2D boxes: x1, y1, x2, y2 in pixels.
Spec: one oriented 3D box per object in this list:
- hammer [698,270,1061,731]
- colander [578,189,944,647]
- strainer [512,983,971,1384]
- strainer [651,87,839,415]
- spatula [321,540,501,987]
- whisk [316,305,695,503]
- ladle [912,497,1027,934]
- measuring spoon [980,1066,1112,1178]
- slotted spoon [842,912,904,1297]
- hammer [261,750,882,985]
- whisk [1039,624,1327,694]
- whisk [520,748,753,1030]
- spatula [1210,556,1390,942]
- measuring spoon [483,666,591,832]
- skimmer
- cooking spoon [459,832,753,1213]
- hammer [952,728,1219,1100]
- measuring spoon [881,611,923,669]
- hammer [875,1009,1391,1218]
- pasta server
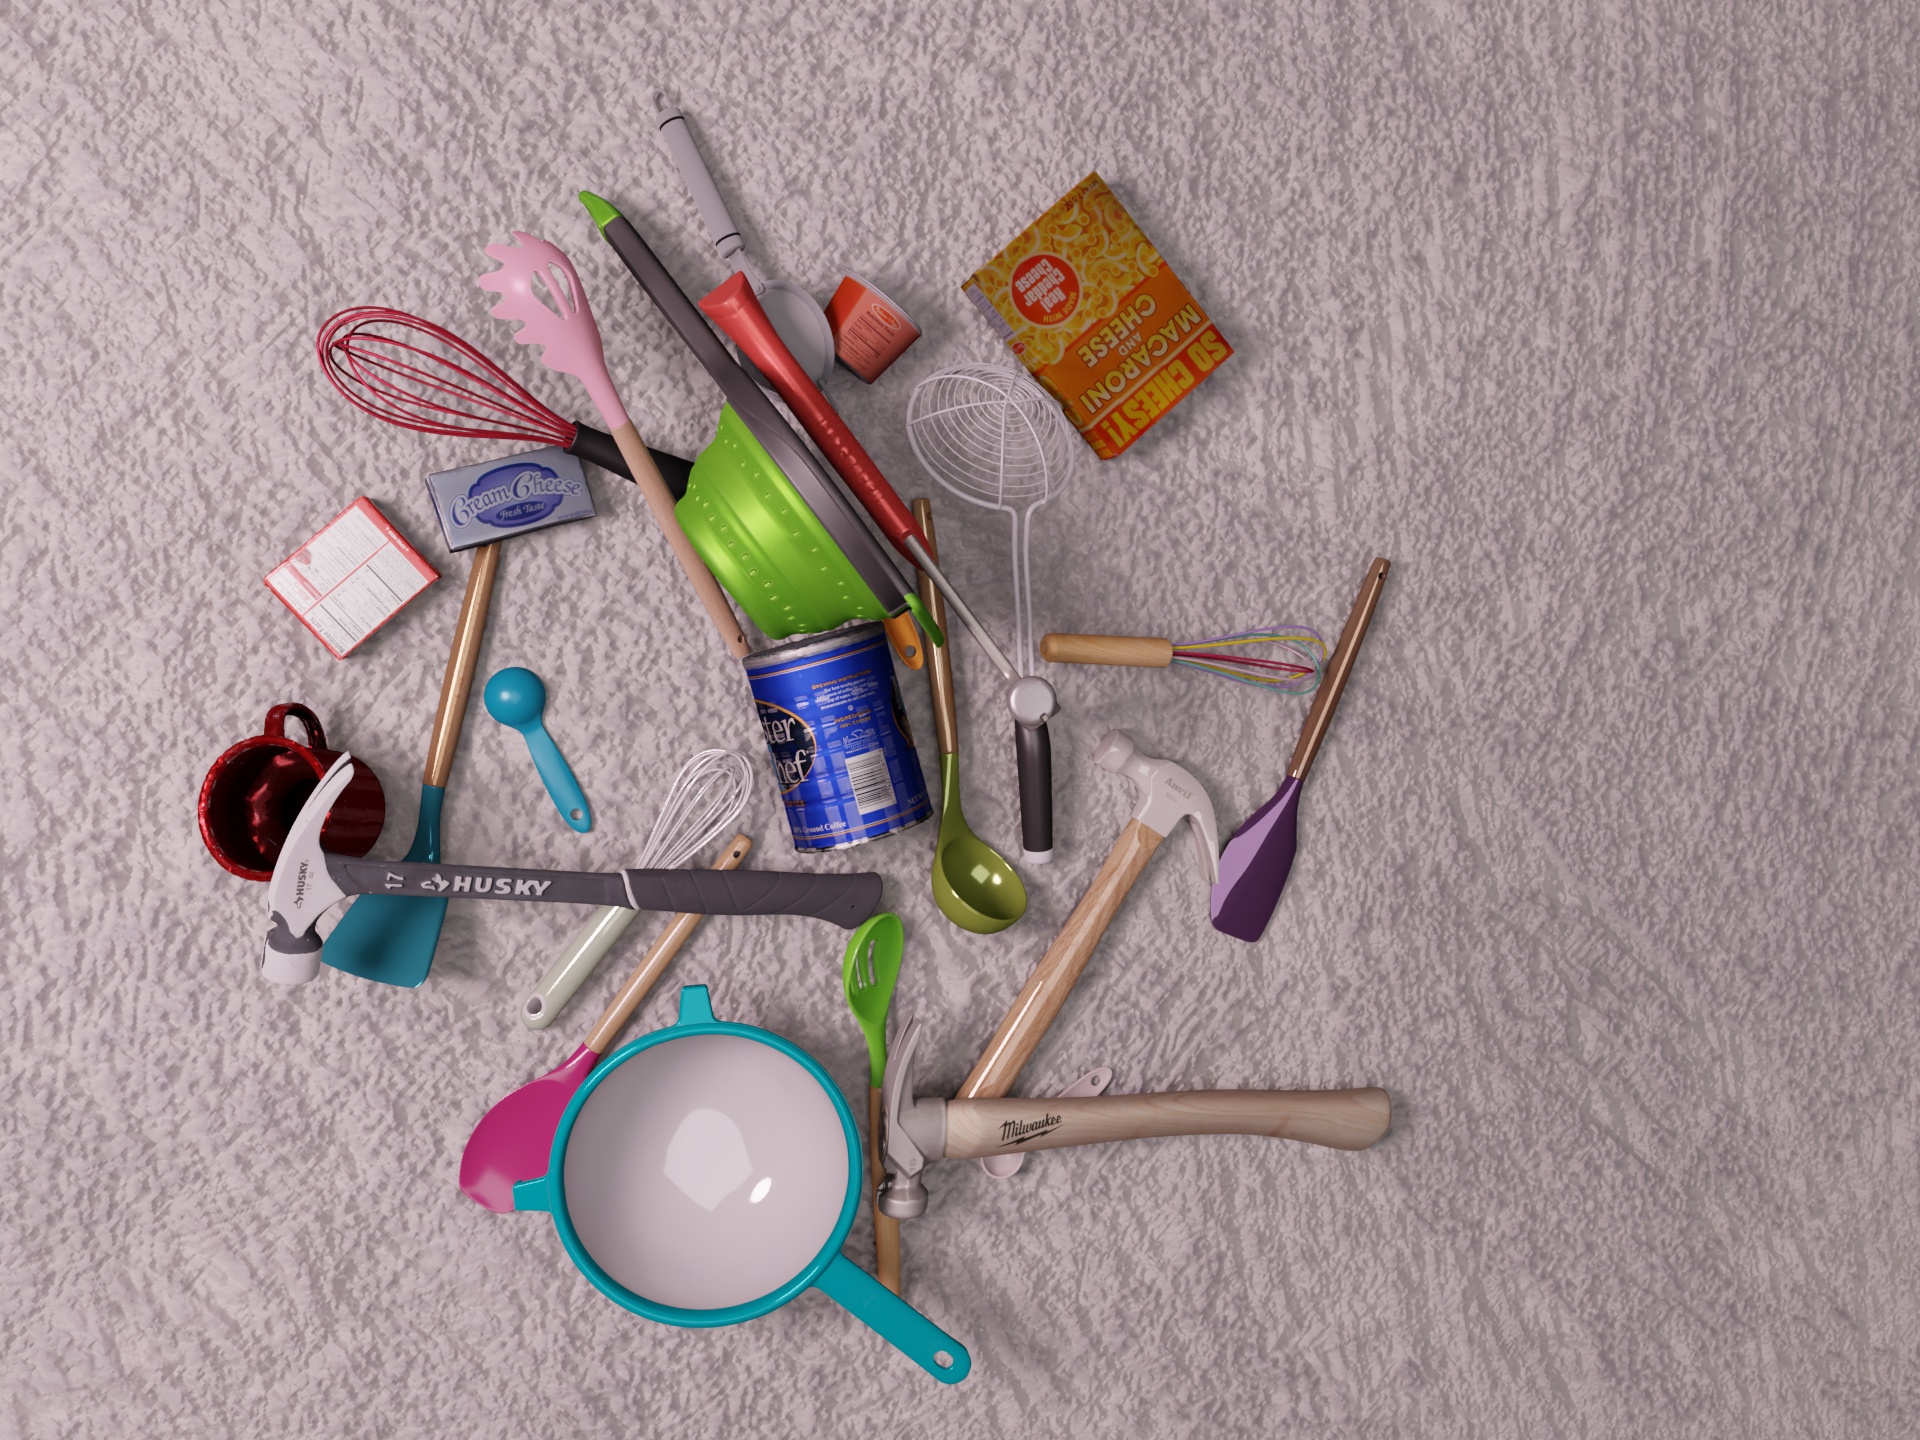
[{"bbox_3d":[-0.051,-0.143,1.060,0.036,0.149,0.359,-37,91,2],"label":"hammer"},{"bbox_3d":[-0.165,-0.183,1.046,0.094,0.204,0.397,-37,77,0],"label":"colander"},{"bbox_3d":[-0.129,0.346,1.126,0.340,0.095,0.211,41,87,-9],"label":"strainer"},{"bbox_3d":[-0.157,-0.320,1.099,0.050,0.087,0.258,-24,88,-51],"label":"strainer"},{"bbox_3d":[-0.358,0.019,1.085,0.082,0.044,0.317,12,89,15],"label":"spatula"},{"bbox_3d":[-0.277,-0.195,1.054,0.295,0.073,0.073,19,90,-32],"label":"whisk"},{"bbox_3d":[-0.002,-0.004,1.156,0.078,0.062,0.320,-8,92,-52],"label":"ladle"},{"bbox_3d":[0.065,0.303,1.213,0.124,0.018,0.034,-35,103,-15],"label":"measuring spoon"},{"bbox_3d":[-0.059,0.293,1.172,0.031,0.070,0.313,3,100,32],"label":"slotted spoon"},{"bbox_3d":[-0.240,0.107,1.065,0.408,0.036,0.149,6,110,-29],"label":"hammer"},{"bbox_3d":[0.168,-0.045,1.174,0.245,0.047,0.051,1,81,-25],"label":"whisk"},{"bbox_3d":[-0.229,0.119,1.122,0.058,0.059,0.246,38,89,25],"label":"whisk"},{"bbox_3d":[0.267,0.020,1.234,0.059,0.018,0.316,23,90,-15],"label":"spatula"},{"bbox_3d":[-0.291,0.022,1.110,0.042,0.021,0.128,-27,98,-9],"label":"measuring spoon"},{"bbox_3d":[0.033,-0.077,1.167,0.127,0.090,0.363,-11,106,-25],"label":"skimmer"},{"bbox_3d":[-0.247,0.213,1.135,0.068,0.017,0.319,37,86,-12],"label":"cooking spoon"},{"bbox_3d":[0.083,0.179,1.198,0.130,0.031,0.331,32,87,-12],"label":"hammer"},{"bbox_3d":[-0.056,-0.090,1.162,0.021,0.011,0.117,-28,103,-12],"label":"measuring spoon"},{"bbox_3d":[0.140,0.288,1.195,0.410,0.038,0.146,2,98,-18],"label":"hammer"},{"bbox_3d":[-0.217,-0.174,1.056,0.060,0.040,0.316,-41,123,-26],"label":"pasta server"}]
